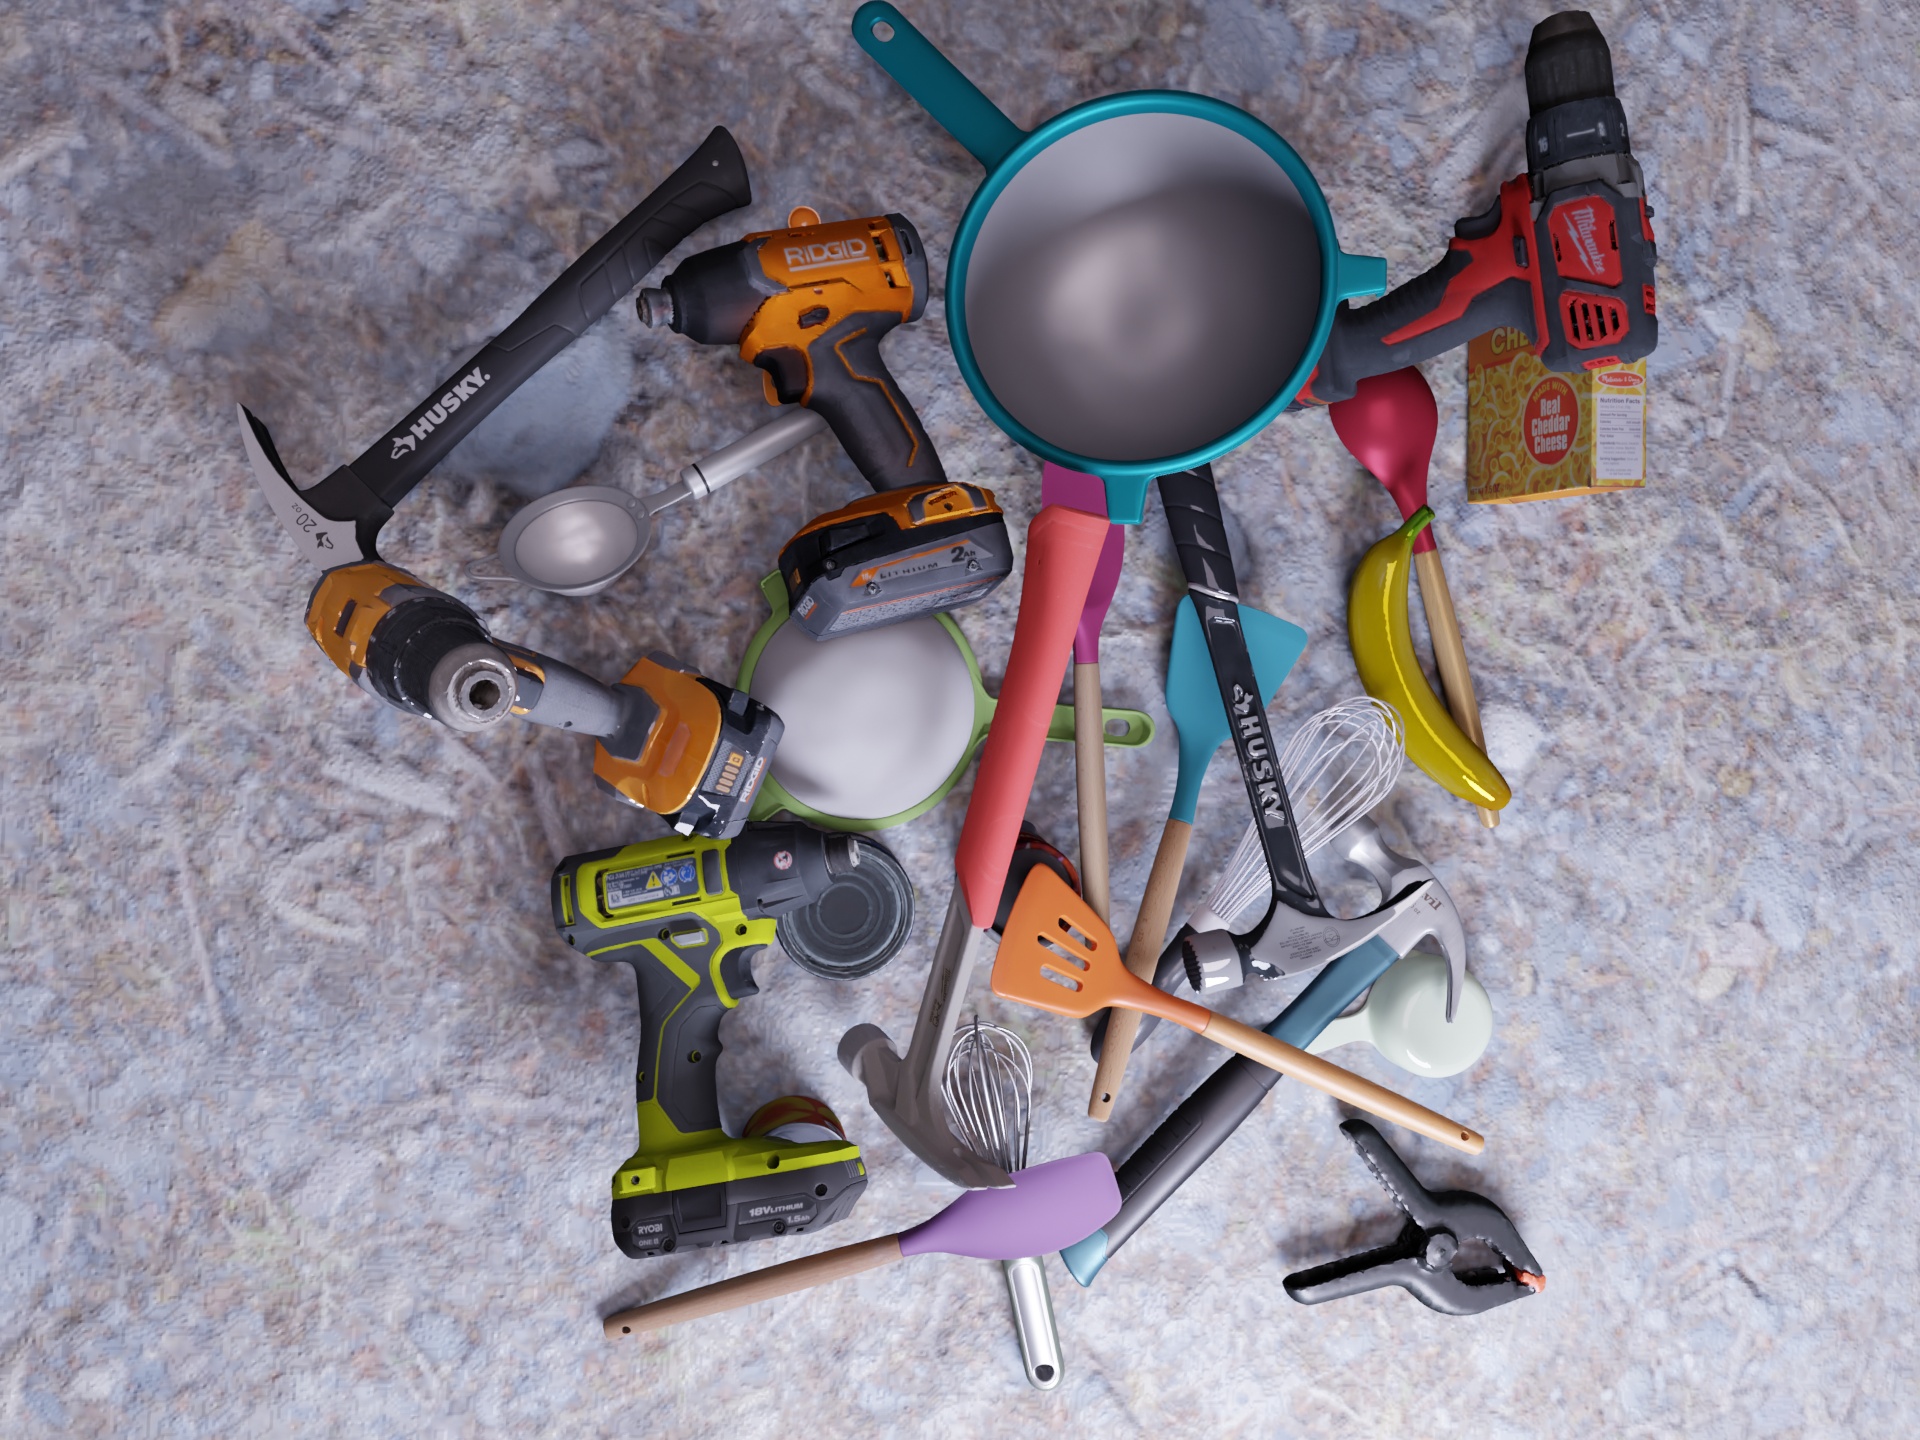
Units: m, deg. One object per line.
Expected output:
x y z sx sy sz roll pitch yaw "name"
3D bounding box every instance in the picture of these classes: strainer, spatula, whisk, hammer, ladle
0.062 -0.277 0.902 0.211 0.095 0.340 -43 76 7 "strainer"
-0.059 0.318 0.938 0.316 0.018 0.059 -16 106 2 "spatula"
0.031 0.296 0.966 0.058 0.059 0.246 -11 100 3 "whisk"
-0.245 -0.213 0.886 0.146 0.035 0.335 43 81 6 "hammer"
0.126 0.085 0.954 0.082 0.044 0.317 17 82 -6 "spatula"
0.158 -0.056 0.931 0.149 0.036 0.409 -12 82 -8 "hammer"
0.167 0.184 0.924 0.322 0.041 0.081 25 69 -6 "spatula"
-0.001 -0.003 0.930 0.256 0.069 0.151 5 92 -12 "strainer"
0.172 0.100 0.978 0.070 0.070 0.284 39 92 -10 "whisk"
0.021 0.063 0.855 0.036 0.149 0.359 7 104 -37 "hammer"
0.297 -0.082 1.002 0.069 0.031 0.315 -17 98 -7 "ladle"
0.179 0.216 0.981 0.331 0.033 0.128 -45 75 0 "hammer"
-0.159 -0.131 0.913 0.258 0.050 0.087 -31 54 -12 "strainer"

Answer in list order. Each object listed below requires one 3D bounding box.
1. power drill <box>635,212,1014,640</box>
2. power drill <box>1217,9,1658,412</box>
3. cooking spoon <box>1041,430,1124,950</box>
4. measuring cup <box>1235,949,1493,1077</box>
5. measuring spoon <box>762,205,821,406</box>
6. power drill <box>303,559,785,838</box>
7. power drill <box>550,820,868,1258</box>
-0.075 -0.165 0.876 0.164 0.084 0.226 -15 81 -22 "power drill"
0.266 -0.275 0.895 0.227 0.080 0.188 -6 94 31 "power drill"
0.074 -0.009 0.934 0.068 0.017 0.319 -9 98 -42 "cooking spoon"
0.257 0.198 1.002 0.167 0.038 0.083 -11 95 -10 "measuring cup"
-0.100 -0.242 0.933 0.021 0.011 0.117 9 95 -17 "measuring spoon"
-0.201 -0.009 0.807 0.226 0.185 0.084 24 89 -38 "power drill"
-0.127 0.169 0.877 0.171 0.080 0.223 -11 77 7 "power drill"
